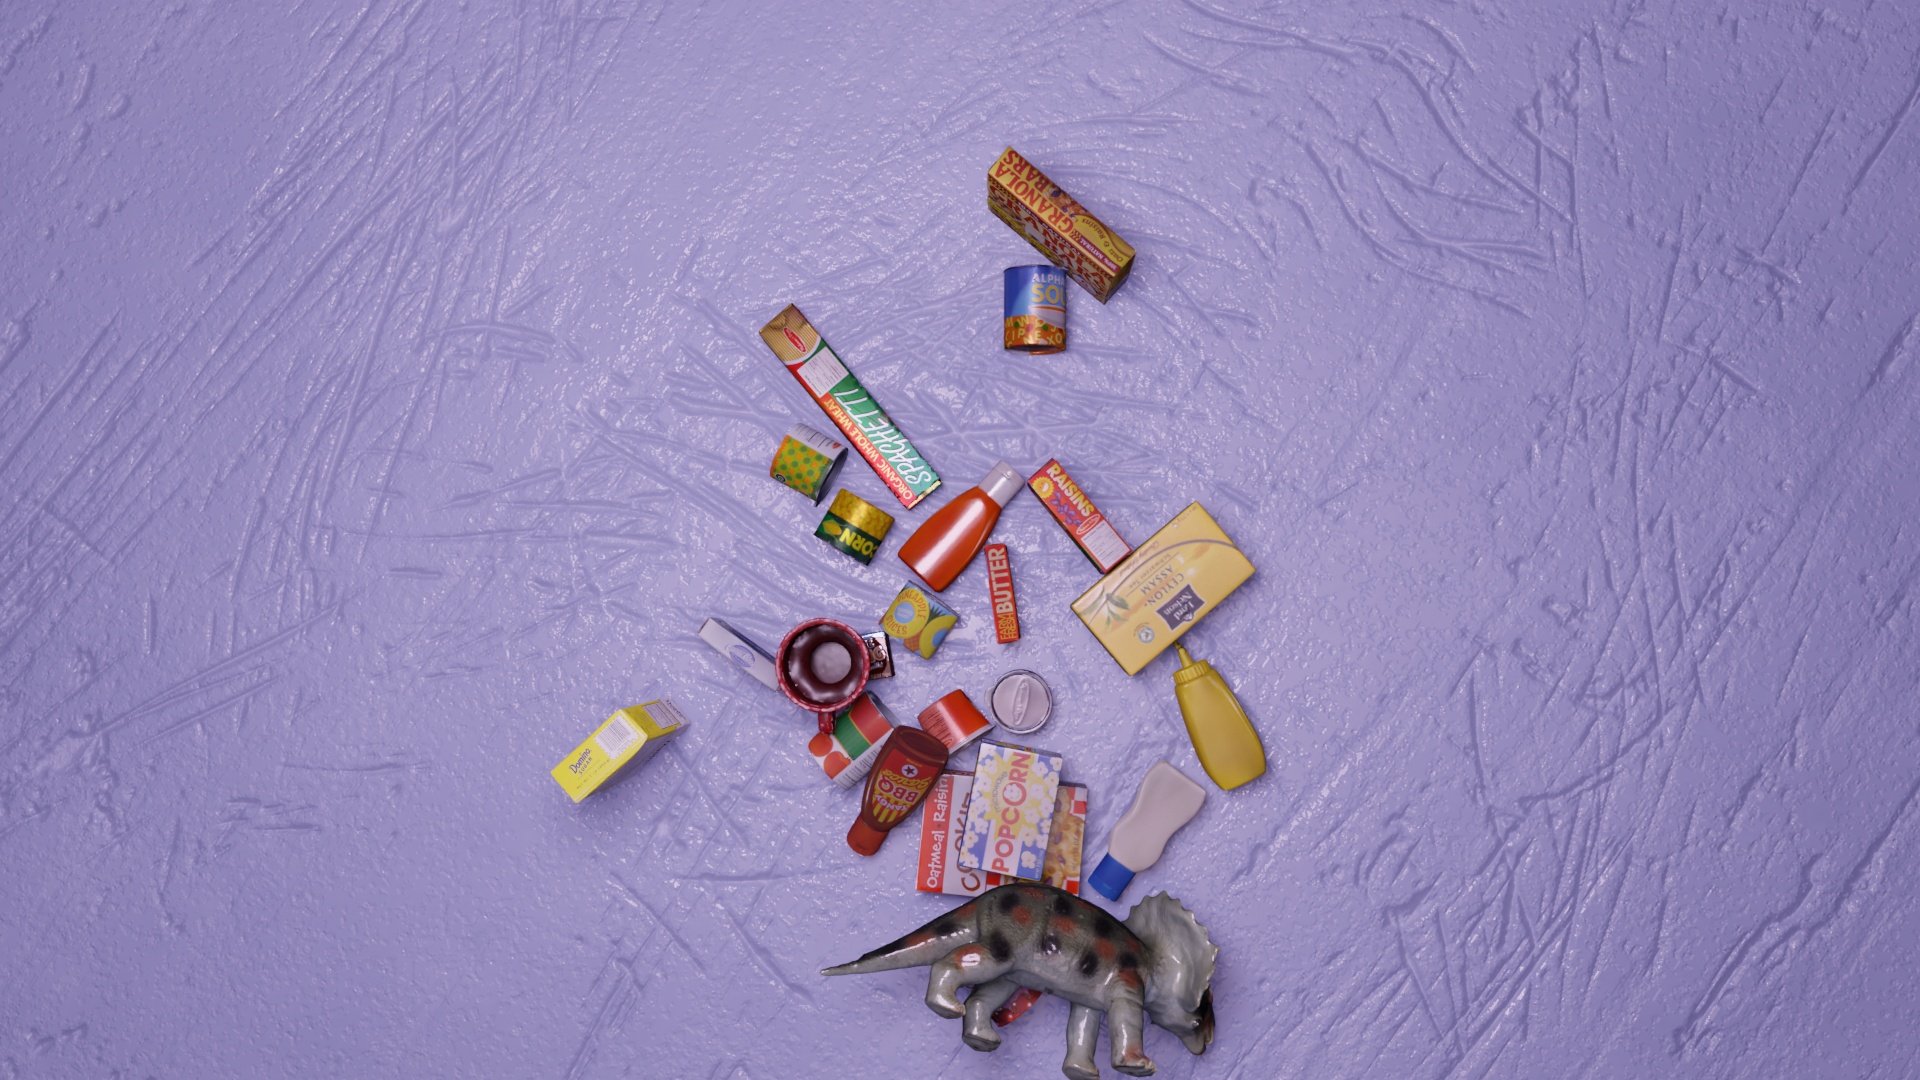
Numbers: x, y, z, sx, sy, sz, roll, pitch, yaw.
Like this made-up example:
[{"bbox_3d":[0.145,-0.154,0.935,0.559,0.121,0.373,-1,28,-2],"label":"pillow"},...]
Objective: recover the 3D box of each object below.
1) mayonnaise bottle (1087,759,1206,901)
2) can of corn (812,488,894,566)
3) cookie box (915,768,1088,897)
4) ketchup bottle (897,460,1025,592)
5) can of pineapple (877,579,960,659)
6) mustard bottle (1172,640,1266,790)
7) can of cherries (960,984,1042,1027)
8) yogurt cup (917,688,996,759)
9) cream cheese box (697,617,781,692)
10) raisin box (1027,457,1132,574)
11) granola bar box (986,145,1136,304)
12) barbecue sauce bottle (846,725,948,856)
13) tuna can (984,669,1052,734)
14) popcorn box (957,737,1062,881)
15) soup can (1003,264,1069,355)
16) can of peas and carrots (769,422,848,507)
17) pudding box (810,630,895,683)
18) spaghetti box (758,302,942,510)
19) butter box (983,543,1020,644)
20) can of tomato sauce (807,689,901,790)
[{"bbox_3d":[0.187,0.301,1.428,0.065,0.041,0.148,36,90,5],"label":"mayonnaise bottle"},{"bbox_3d":[-0.109,-0.013,1.440,0.071,0.071,0.058,30,88,3],"label":"can of corn"},{"bbox_3d":[0.042,0.305,1.433,0.167,0.040,0.123,6,87,1],"label":"cookie box"},{"bbox_3d":[0.005,-0.018,1.449,0.065,0.043,0.149,43,89,7],"label":"ketchup bottle"},{"bbox_3d":[-0.044,0.082,1.433,0.071,0.071,0.058,35,89,3],"label":"can of pineapple"},{"bbox_3d":[0.257,0.174,1.427,0.065,0.049,0.160,-24,86,0],"label":"mustard bottle"},{"bbox_3d":[0.043,0.451,1.411,0.071,0.071,0.058,-39,88,0],"label":"can of cherries"},{"bbox_3d":[-0.008,0.189,1.430,0.072,0.072,0.054,-34,79,0],"label":"yogurt cup"},{"bbox_3d":[-0.222,0.119,1.445,0.104,0.053,0.024,35,87,3],"label":"cream cheese box"},{"bbox_3d":[0.121,-0.024,1.424,0.040,0.086,0.123,-40,86,2],"label":"raisin box"},{"bbox_3d":[0.100,-0.318,1.421,0.165,0.124,0.039,40,89,4],"label":"granola bar box"},{"bbox_3d":[-0.070,0.257,1.409,0.065,0.044,0.147,26,117,-7],"label":"barbecue sauce bottle"},{"bbox_3d":[0.060,0.166,1.443,0.071,0.033,0.071,0,87,2],"label":"tuna can"},{"bbox_3d":[0.050,0.270,1.394,0.085,0.038,0.126,11,86,2],"label":"popcorn box"},{"bbox_3d":[0.080,-0.240,1.445,0.071,0.071,0.083,0,88,2],"label":"soup can"},{"bbox_3d":[-0.159,-0.079,1.448,0.059,0.071,0.071,29,89,4],"label":"can of peas and carrots"},{"bbox_3d":[-0.114,0.125,1.453,0.084,0.030,0.049,-9,86,1],"label":"pudding box"},{"bbox_3d":[-0.116,-0.140,1.467,0.050,0.028,0.250,-40,86,0],"label":"spaghetti box"},{"bbox_3d":[0.043,0.055,1.439,0.024,0.053,0.103,-8,87,4],"label":"butter box"},{"bbox_3d":[-0.107,0.204,1.431,0.083,0.071,0.071,-41,87,0],"label":"can of tomato sauce"}]
